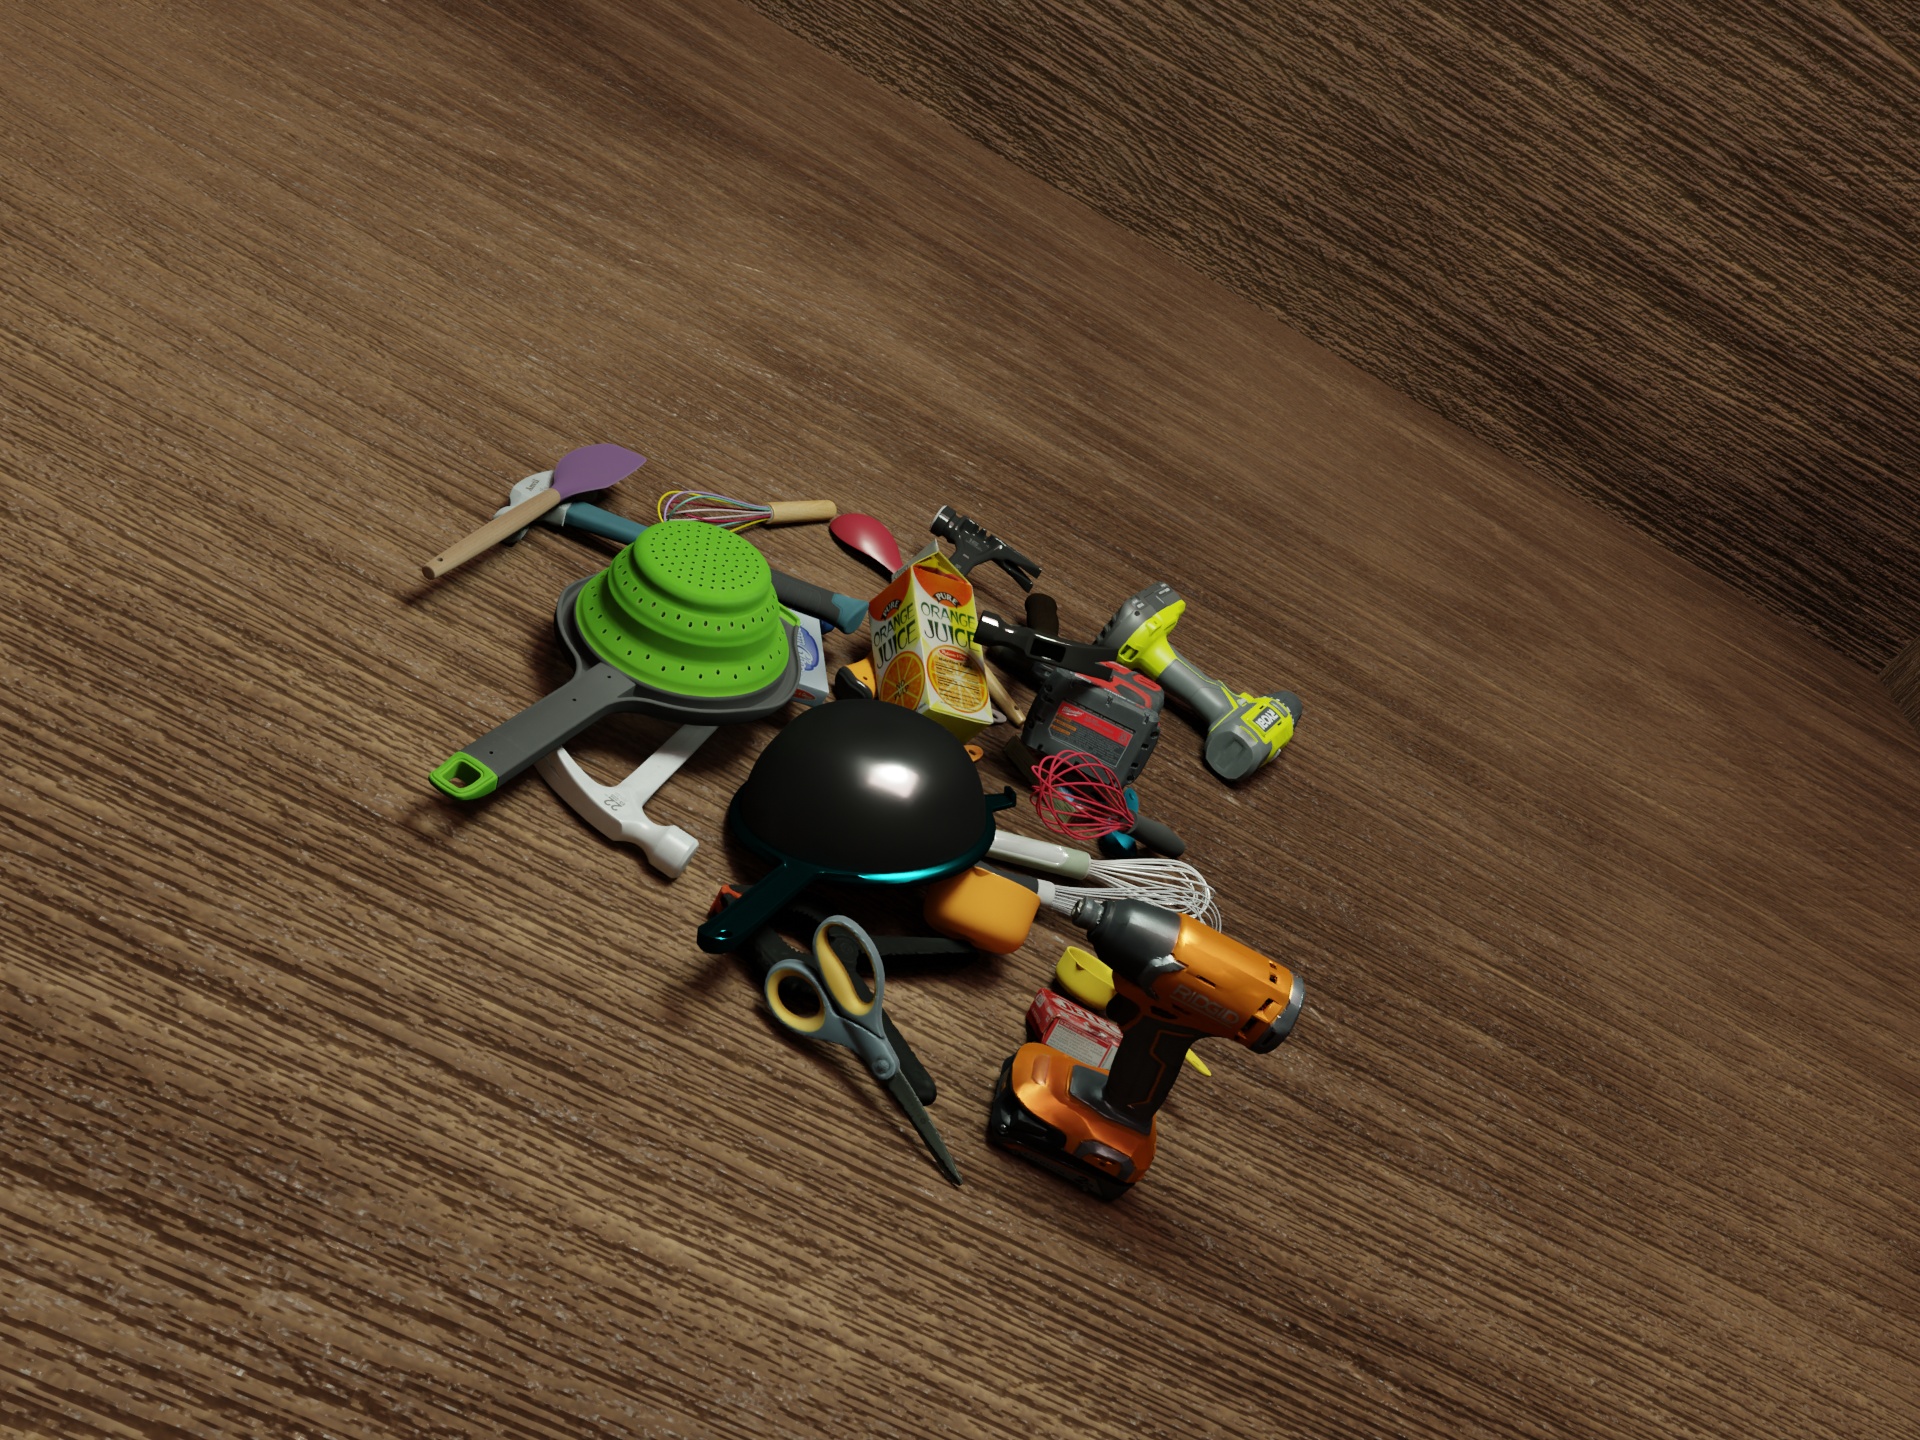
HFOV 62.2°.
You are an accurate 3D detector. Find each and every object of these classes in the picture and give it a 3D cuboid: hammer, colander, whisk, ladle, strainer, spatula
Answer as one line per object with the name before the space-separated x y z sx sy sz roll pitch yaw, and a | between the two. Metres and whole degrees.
hammer | 0.082 -0.091 1.541 0.130 0.031 0.331 19 11 -1
hammer | -0.243 -0.147 1.433 0.331 0.033 0.128 20 33 -5
colander | -0.251 -0.061 1.210 0.204 0.094 0.397 31 36 11
whisk | 0.098 0.155 1.354 0.284 0.070 0.070 16 36 -17
hammer | -0.203 -0.017 1.330 0.144 0.035 0.406 34 32 1
whisk | -0.208 -0.209 1.578 0.047 0.051 0.245 41 29 23
ladle | -0.031 -0.110 1.618 0.069 0.031 0.316 -12 55 -47
strainer | -0.098 0.061 1.186 0.211 0.095 0.340 15 24 19
hammer | -0.030 -0.103 1.563 0.127 0.034 0.337 34 39 2
whisk | 0.116 0.131 1.408 0.246 0.059 0.058 15 63 -19
whisk | 0.138 0.084 1.403 0.073 0.073 0.295 54 14 30
spatula | -0.365 -0.185 1.365 0.060 0.018 0.316 23 32 7

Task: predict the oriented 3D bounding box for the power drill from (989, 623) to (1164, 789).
power drill | 0.109 -0.027 1.549 0.188 0.080 0.227 26 15 -1

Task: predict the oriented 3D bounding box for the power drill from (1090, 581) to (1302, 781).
power drill | 0.270 -0.045 1.750 0.228 0.080 0.190 44 34 11

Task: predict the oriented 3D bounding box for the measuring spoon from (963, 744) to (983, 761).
measuring spoon | -0.013 0.040 1.449 0.021 0.011 0.117 41 29 18

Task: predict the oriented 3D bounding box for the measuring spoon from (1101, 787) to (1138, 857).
measuring spoon | 0.152 0.096 1.515 0.042 0.021 0.129 51 22 -9

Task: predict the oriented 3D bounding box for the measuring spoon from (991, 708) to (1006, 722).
measuring spoon | -0.002 -0.005 1.516 0.124 0.018 0.034 8 39 -45

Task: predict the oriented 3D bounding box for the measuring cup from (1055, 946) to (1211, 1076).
measuring cup | 0.135 0.238 1.264 0.157 0.029 0.062 41 11 32

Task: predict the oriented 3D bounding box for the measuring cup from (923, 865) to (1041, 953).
measuring cup | -0.025 0.139 1.263 0.173 0.052 0.095 15 -15 13

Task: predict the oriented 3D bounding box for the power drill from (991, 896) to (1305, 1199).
power drill | 0.110 0.220 1.108 0.164 0.226 0.084 29 32 -7
